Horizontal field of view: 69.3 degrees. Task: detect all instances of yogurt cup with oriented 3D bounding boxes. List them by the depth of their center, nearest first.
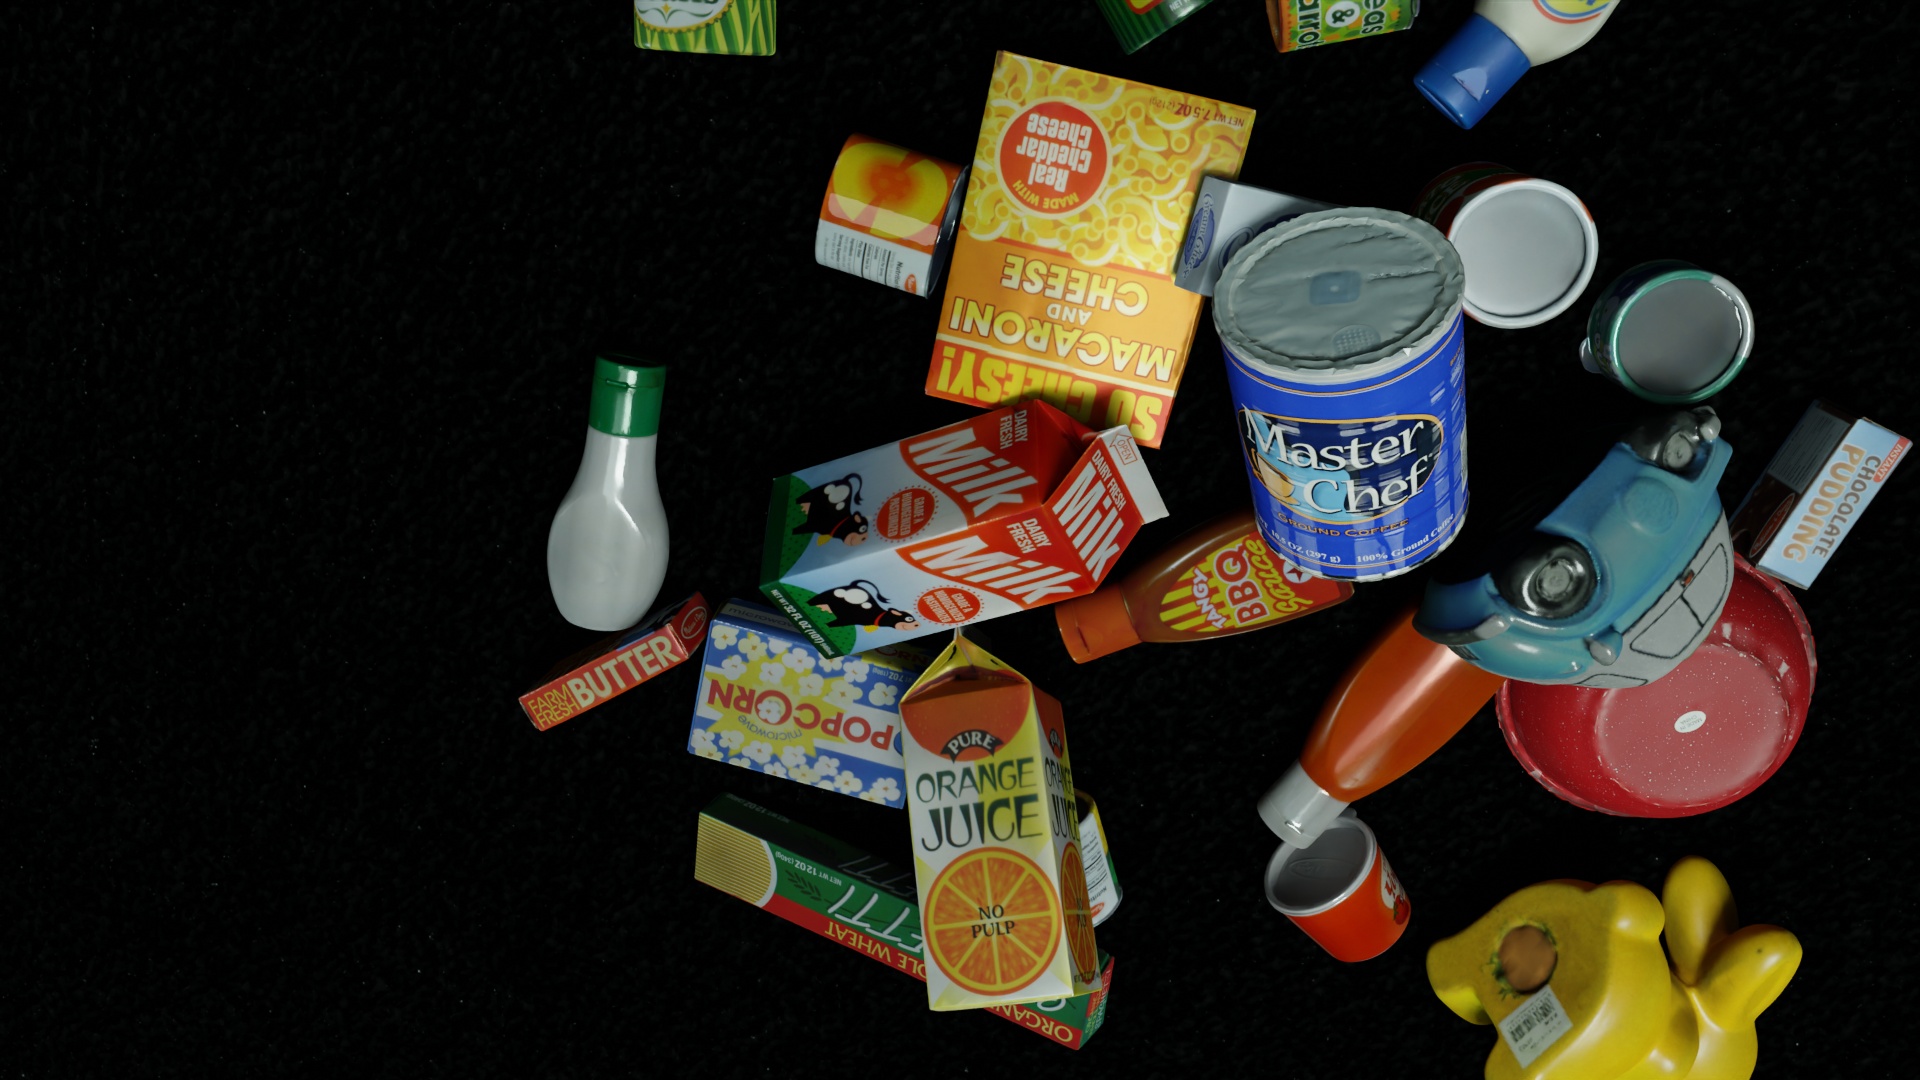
[{"bbox_3d":[0.209,0.193,0.763,0.072,0.073,0.054,-34,110,16],"label":"yogurt cup"}]

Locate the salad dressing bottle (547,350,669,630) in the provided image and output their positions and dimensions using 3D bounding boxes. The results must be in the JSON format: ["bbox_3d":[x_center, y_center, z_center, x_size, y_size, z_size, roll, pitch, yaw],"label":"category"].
[{"bbox_3d":[-0.185,-0.026,0.744,0.064,0.044,0.147,13,109,4],"label":"salad dressing bottle"}]

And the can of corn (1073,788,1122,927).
[{"bbox_3d":[0.050,0.178,0.776,0.071,0.071,0.058,-14,106,11],"label":"can of corn"}]

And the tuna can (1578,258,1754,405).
[{"bbox_3d":[0.337,-0.098,0.664,0.071,0.033,0.070,2,109,6],"label":"tuna can"}]

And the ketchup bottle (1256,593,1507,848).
[{"bbox_3d":[0.218,0.101,0.740,0.065,0.044,0.148,37,109,0],"label":"ketchup bottle"}]

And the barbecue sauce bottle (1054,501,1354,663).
[{"bbox_3d":[0.124,0.024,0.725,0.148,0.044,0.064,-20,109,13],"label":"barbecue sauce bottle"}]

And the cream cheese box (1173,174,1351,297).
[{"bbox_3d":[0.154,-0.136,0.654,0.104,0.024,0.053,4,111,-27],"label":"cream cheese box"}]

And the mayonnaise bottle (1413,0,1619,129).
[{"bbox_3d":[0.268,-0.251,0.616,0.065,0.041,0.147,40,108,-9],"label":"mayonnaise bottle"}]

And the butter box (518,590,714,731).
[{"bbox_3d":[-0.189,0.067,0.771,0.103,0.053,0.024,-26,102,14],"label":"butter box"}]

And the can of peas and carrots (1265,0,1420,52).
[{"bbox_3d":[0.165,-0.252,0.612,0.059,0.071,0.070,-8,108,10],"label":"can of peas and carrots"}]

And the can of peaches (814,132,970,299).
[{"bbox_3d":[-0.033,-0.159,0.671,0.058,0.071,0.071,17,110,1],"label":"can of peaches"}]

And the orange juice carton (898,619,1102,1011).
[{"bbox_3d":[0.018,0.136,0.710,0.073,0.071,0.193,-12,72,14],"label":"orange juice carton"}]

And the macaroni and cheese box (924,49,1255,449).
[{"bbox_3d":[0.060,-0.140,0.678,0.124,0.040,0.165,14,109,1],"label":"macaroni and cheese box"}]

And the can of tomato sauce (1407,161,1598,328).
[{"bbox_3d":[0.243,-0.137,0.635,0.071,0.083,0.071,2,109,6],"label":"can of tomato sauce"}]

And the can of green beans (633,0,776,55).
[{"bbox_3d":[-0.118,-0.257,0.645,0.071,0.071,0.057,5,110,5],"label":"can of green beans"}]

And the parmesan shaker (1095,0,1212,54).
[{"bbox_3d":[0.078,-0.280,0.616,0.071,0.071,0.103,-30,103,15],"label":"parmesan shaker"}]

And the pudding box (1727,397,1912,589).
[{"bbox_3d":[0.411,-0.024,0.672,0.030,0.050,0.083,26,109,-1],"label":"pudding box"}]

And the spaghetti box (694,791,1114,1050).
[{"bbox_3d":[-0.037,0.208,0.773,0.250,0.029,0.050,18,116,20],"label":"spaghetti box"}]

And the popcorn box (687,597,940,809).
[{"bbox_3d":[-0.082,0.090,0.774,0.127,0.038,0.085,15,109,2],"label":"popcorn box"}]

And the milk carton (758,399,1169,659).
[{"bbox_3d":[0.002,-0.009,0.689,0.190,0.074,0.072,-15,138,18],"label":"milk carton"}]
